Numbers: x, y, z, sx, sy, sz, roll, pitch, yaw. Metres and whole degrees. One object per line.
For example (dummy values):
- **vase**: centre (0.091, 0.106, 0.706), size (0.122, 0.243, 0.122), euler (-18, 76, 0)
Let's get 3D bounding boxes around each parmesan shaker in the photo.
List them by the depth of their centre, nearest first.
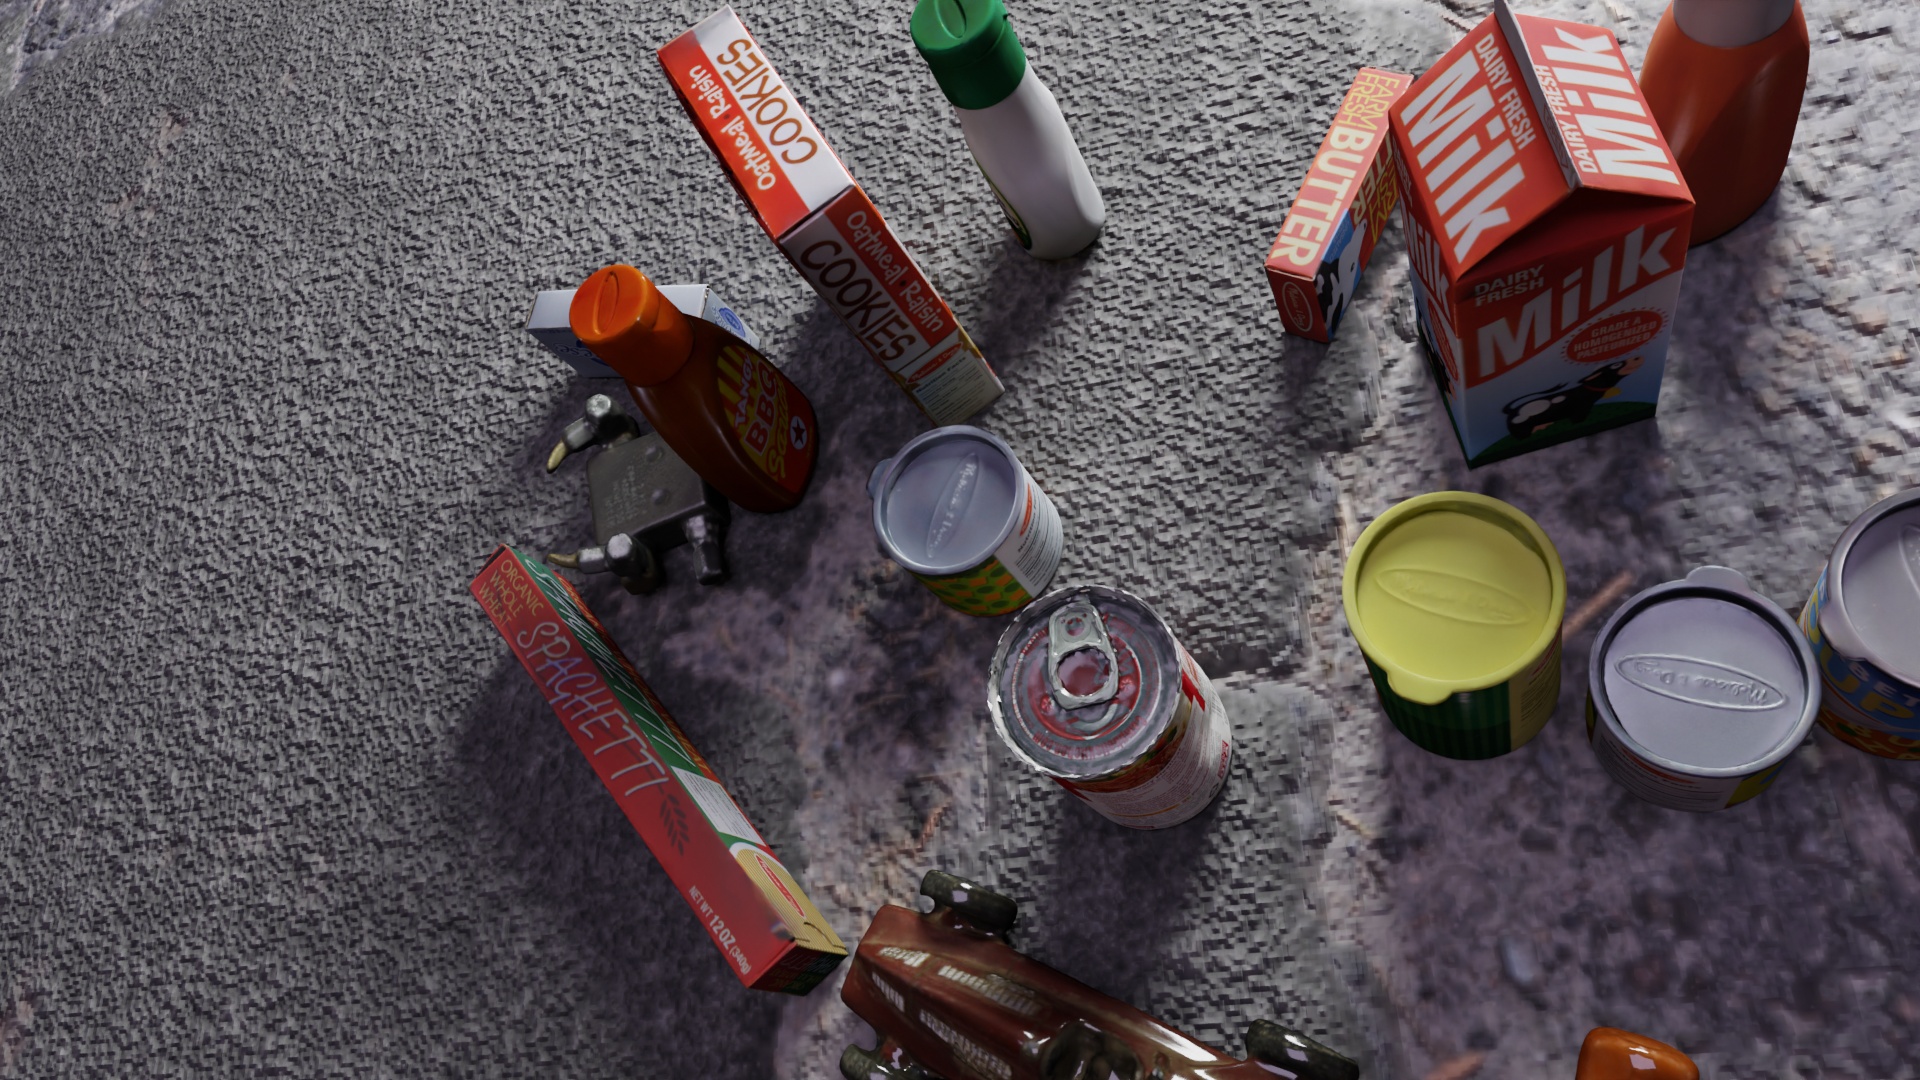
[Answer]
- **parmesan shaker**: centre (0.169, 0.035, 0.476), size (0.071, 0.103, 0.071), euler (-8, 66, 19)

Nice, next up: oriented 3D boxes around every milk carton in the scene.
- **milk carton**: centre (0.195, -0.100, 0.473), size (0.073, 0.190, 0.072), euler (-17, 63, 15)

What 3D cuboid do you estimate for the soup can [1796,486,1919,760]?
- **soup can**: centre (0.300, 0.029, 0.437), size (0.071, 0.083, 0.071), euler (-8, 66, 19)

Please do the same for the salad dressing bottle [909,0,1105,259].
- **salad dressing bottle**: centre (0.022, -0.178, 0.601), size (0.044, 0.147, 0.064), euler (-25, 62, 11)

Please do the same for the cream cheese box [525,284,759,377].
- **cream cheese box**: centre (-0.158, -0.104, 0.696), size (0.104, 0.053, 0.024), euler (2, 70, 23)

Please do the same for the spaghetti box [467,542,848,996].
- **spaghetti box**: centre (-0.138, 0.093, 0.606), size (0.028, 0.050, 0.251), euler (-45, 60, 0)

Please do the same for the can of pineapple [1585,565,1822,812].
- **can of pineapple**: centre (0.246, 0.052, 0.464), size (0.071, 0.057, 0.071), euler (-8, 66, 19)

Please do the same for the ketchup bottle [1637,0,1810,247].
- **ketchup bottle**: centre (0.271, -0.165, 0.494), size (0.064, 0.148, 0.044), euler (-36, 60, 5)

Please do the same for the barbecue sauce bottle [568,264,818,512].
- **barbecue sauce bottle**: centre (-0.113, -0.067, 0.607), size (0.043, 0.148, 0.065), euler (-4, 67, 21)

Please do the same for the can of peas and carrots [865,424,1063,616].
- **can of peas and carrots**: centre (0.002, -0.007, 0.587), size (0.071, 0.058, 0.071), euler (-8, 66, 19)

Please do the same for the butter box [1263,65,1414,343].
- **butter box**: centre (0.162, -0.141, 0.583), size (0.024, 0.053, 0.103), euler (21, 78, 28)

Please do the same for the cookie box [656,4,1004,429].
- **cookie box**: centre (-0.053, -0.132, 0.599), size (0.040, 0.167, 0.123), euler (-36, 60, 5)
